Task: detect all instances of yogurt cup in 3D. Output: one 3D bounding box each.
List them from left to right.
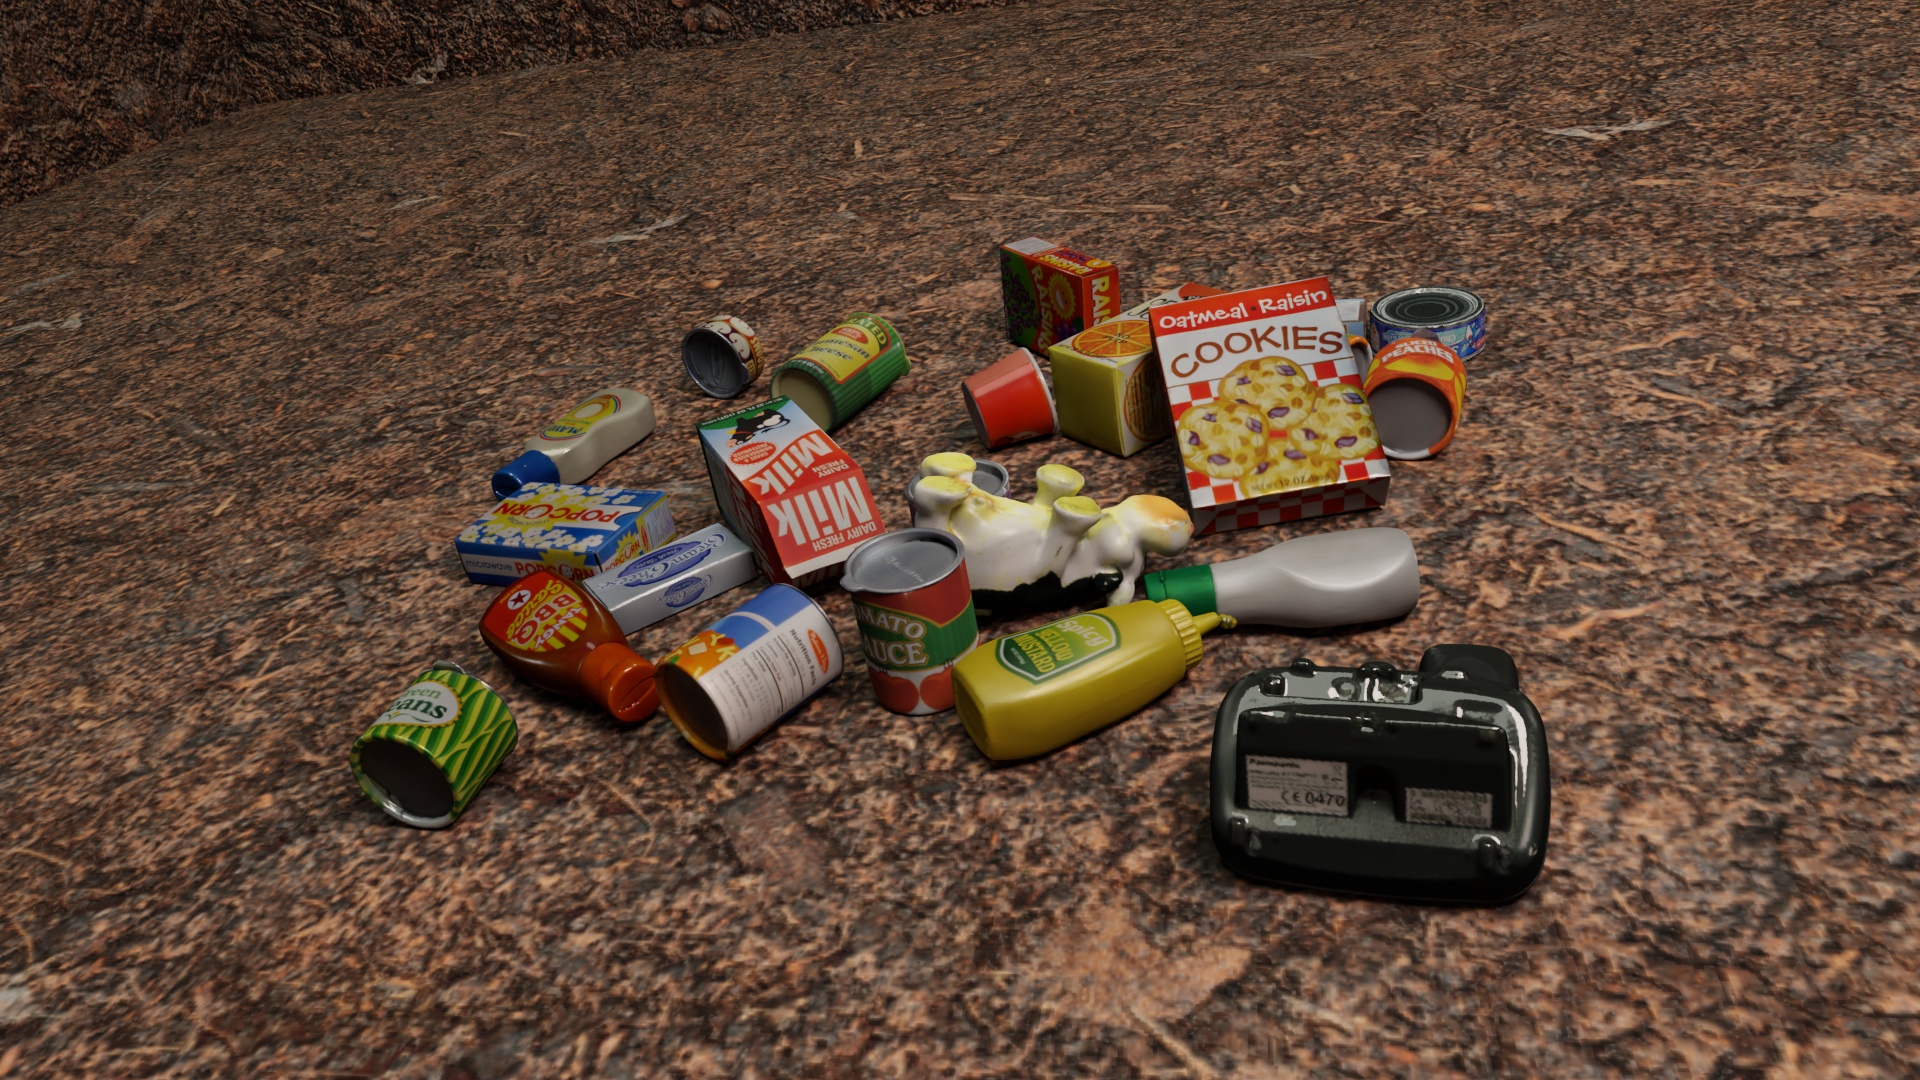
[{"bbox_3d":[0.035,-0.103,1.031,0.054,0.072,0.072,-22,31,-5],"label":"yogurt cup"}]

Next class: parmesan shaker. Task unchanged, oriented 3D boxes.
[{"bbox_3d":[-0.096,-0.133,1.120,0.071,0.071,0.103,8,35,29],"label":"parmesan shaker"}]

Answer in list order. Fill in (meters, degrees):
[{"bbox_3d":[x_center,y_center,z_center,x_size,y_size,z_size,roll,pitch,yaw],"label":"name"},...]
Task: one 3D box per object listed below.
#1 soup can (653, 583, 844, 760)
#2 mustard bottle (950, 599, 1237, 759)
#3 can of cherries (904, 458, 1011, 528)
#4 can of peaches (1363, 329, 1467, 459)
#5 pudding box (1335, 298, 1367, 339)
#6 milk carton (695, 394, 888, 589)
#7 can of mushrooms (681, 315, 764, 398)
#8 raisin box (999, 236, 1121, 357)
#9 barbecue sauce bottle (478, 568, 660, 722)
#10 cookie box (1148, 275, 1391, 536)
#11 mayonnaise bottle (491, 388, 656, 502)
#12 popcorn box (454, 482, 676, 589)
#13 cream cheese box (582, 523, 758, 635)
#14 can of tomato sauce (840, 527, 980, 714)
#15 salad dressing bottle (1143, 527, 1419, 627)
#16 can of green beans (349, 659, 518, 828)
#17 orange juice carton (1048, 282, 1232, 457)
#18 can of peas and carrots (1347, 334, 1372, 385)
[{"bbox_3d":[-0.118,0.072,0.771,0.071,0.071,0.084,18,40,40],"label":"soup can"},{"bbox_3d":[0.076,0.064,0.740,0.161,0.048,0.065,-20,32,-16],"label":"mustard bottle"},{"bbox_3d":[0.003,-0.011,0.885,0.071,0.058,0.072,-7,29,4],"label":"can of cherries"},{"bbox_3d":[0.302,-0.097,0.930,0.071,0.071,0.058,4,33,24],"label":"can of peaches"},{"bbox_3d":[0.279,-0.169,1.103,0.084,0.030,0.050,0,32,18],"label":"pudding box"},{"bbox_3d":[-0.111,-0.026,0.930,0.072,0.073,0.191,-20,31,-17],"label":"milk carton"},{"bbox_3d":[-0.202,-0.158,1.196,0.071,0.070,0.034,8,33,29],"label":"can of mushrooms"},{"bbox_3d":[0.083,-0.196,1.153,0.040,0.085,0.123,-19,30,-24],"label":"raisin box"},{"bbox_3d":[-0.231,0.066,0.835,0.065,0.043,0.149,-44,42,-21],"label":"barbecue sauce bottle"},{"bbox_3d":[0.198,-0.090,0.910,0.123,0.040,0.168,-9,57,4],"label":"cookie box"},{"bbox_3d":[-0.309,-0.073,1.105,0.065,0.041,0.149,8,33,25],"label":"mayonnaise bottle"},{"bbox_3d":[-0.277,-0.003,0.976,0.127,0.038,0.085,4,31,24],"label":"popcorn box"},{"bbox_3d":[-0.191,0.025,0.915,0.104,0.024,0.053,-25,33,-24],"label":"cream cheese box"},{"bbox_3d":[-0.026,0.046,0.769,0.071,0.082,0.071,-8,29,5],"label":"can of tomato sauce"},{"bbox_3d":[0.179,0.026,0.782,0.148,0.043,0.064,-8,29,6],"label":"salad dressing bottle"},{"bbox_3d":[-0.284,0.112,0.750,0.071,0.071,0.058,1,31,18],"label":"can of green beans"},{"bbox_3d":[0.163,-0.138,1.041,0.193,0.072,0.072,-28,34,-29],"label":"orange juice carton"},{"bbox_3d":[0.250,-0.115,0.983,0.059,0.070,0.071,17,39,38],"label":"can of peas and carrots"}]
